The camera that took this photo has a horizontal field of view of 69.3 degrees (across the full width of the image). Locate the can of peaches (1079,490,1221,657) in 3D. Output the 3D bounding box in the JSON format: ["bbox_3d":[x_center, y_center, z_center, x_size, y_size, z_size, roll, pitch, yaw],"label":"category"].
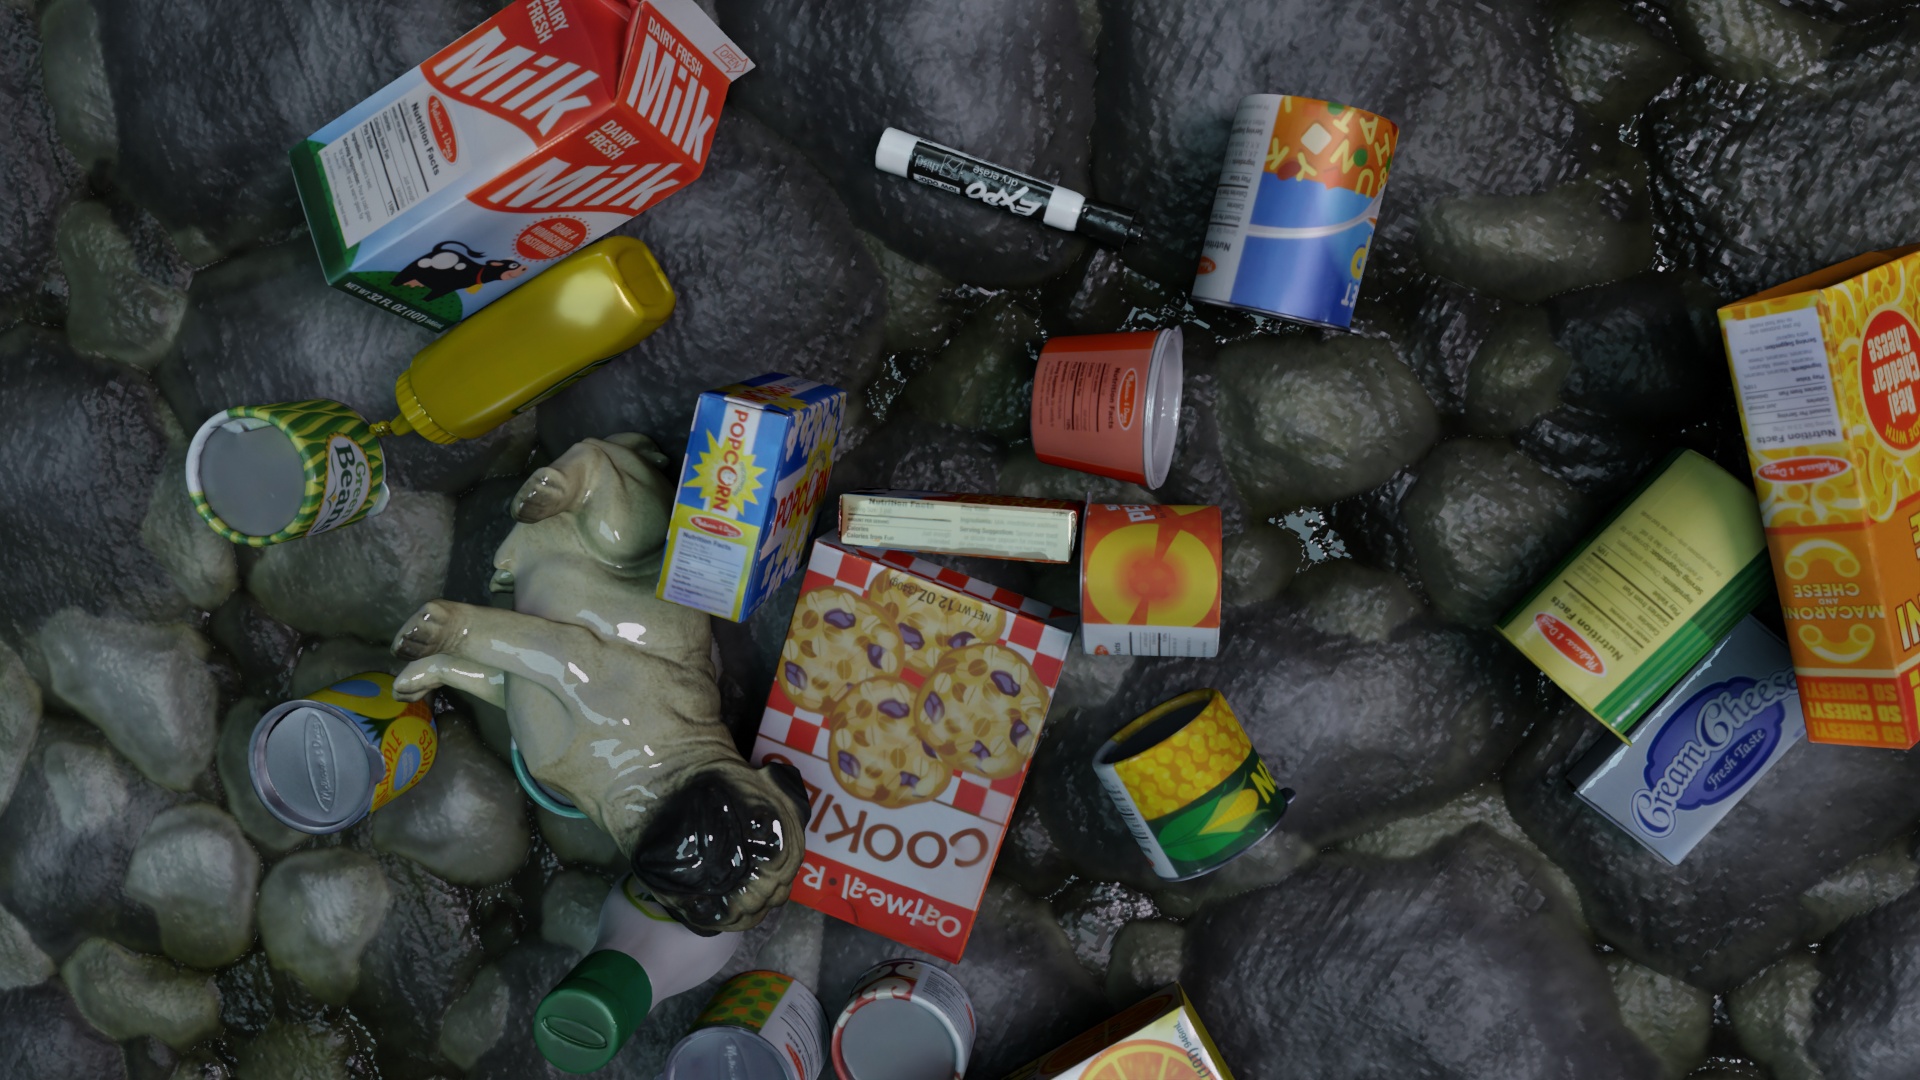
[{"bbox_3d":[0.082,0.015,0.597,0.058,0.071,0.071,2,99,9],"label":"can of peaches"}]

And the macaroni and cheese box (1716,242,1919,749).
[{"bbox_3d":[0.351,-0.022,0.523,0.124,0.040,0.166,-19,97,-32],"label":"macaroni and cheese box"}]

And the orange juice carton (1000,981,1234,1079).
[{"bbox_3d":[0.033,0.279,0.615,0.193,0.073,0.072,-29,79,0],"label":"orange juice carton"}]

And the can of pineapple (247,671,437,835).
[{"bbox_3d":[-0.298,0.103,0.678,0.071,0.058,0.071,2,99,9],"label":"can of pineapple"}]

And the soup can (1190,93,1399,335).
[{"bbox_3d":[0.138,-0.131,0.566,0.071,0.071,0.083,14,100,7],"label":"soup can"}]

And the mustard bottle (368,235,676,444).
[{"bbox_3d":[-0.207,-0.082,0.634,0.160,0.065,0.048,-26,103,18],"label":"mustard bottle"}]

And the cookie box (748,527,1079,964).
[{"bbox_3d":[-0.030,0.094,0.641,0.123,0.040,0.167,19,101,6],"label":"cookie box"}]

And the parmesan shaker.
[{"bbox_3d":[0.281,0.023,0.564,0.071,0.071,0.103,42,102,1],"label":"parmesan shaker"}]

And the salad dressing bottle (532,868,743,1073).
[{"bbox_3d":[-0.140,0.183,0.617,0.064,0.148,0.044,19,102,6],"label":"salad dressing bottle"}]

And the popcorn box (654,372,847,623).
[{"bbox_3d":[-0.085,-0.023,0.588,0.038,0.127,0.085,16,101,3],"label":"popcorn box"}]

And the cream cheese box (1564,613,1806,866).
[{"bbox_3d":[0.314,0.083,0.589,0.053,0.024,0.103,38,103,3],"label":"cream cheese box"}]

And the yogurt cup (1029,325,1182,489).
[{"bbox_3d":[0.062,-0.058,0.592,0.054,0.072,0.072,6,100,17],"label":"yogurt cup"}]

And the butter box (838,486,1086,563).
[{"bbox_3d":[0.002,-0.008,0.614,0.103,0.053,0.024,4,97,8],"label":"butter box"}]

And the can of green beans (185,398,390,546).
[{"bbox_3d":[-0.320,-0.033,0.661,0.071,0.058,0.071,1,99,9],"label":"can of green beans"}]

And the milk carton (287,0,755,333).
[{"bbox_3d":[-0.184,-0.173,0.601,0.190,0.072,0.073,-27,73,13],"label":"milk carton"}]

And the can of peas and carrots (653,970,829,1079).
[{"bbox_3d":[-0.104,0.250,0.667,0.071,0.059,0.071,2,99,10],"label":"can of peas and carrots"}]

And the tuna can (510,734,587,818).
[{"bbox_3d":[-0.178,0.100,0.670,0.071,0.033,0.071,1,99,10],"label":"tuna can"}]

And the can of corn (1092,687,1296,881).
[{"bbox_3d":[0.102,0.104,0.608,0.071,0.071,0.058,-31,93,13],"label":"can of corn"}]

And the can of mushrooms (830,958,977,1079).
[{"bbox_3d":[-0.029,0.240,0.666,0.071,0.033,0.071,1,99,9],"label":"can of mushrooms"}]
